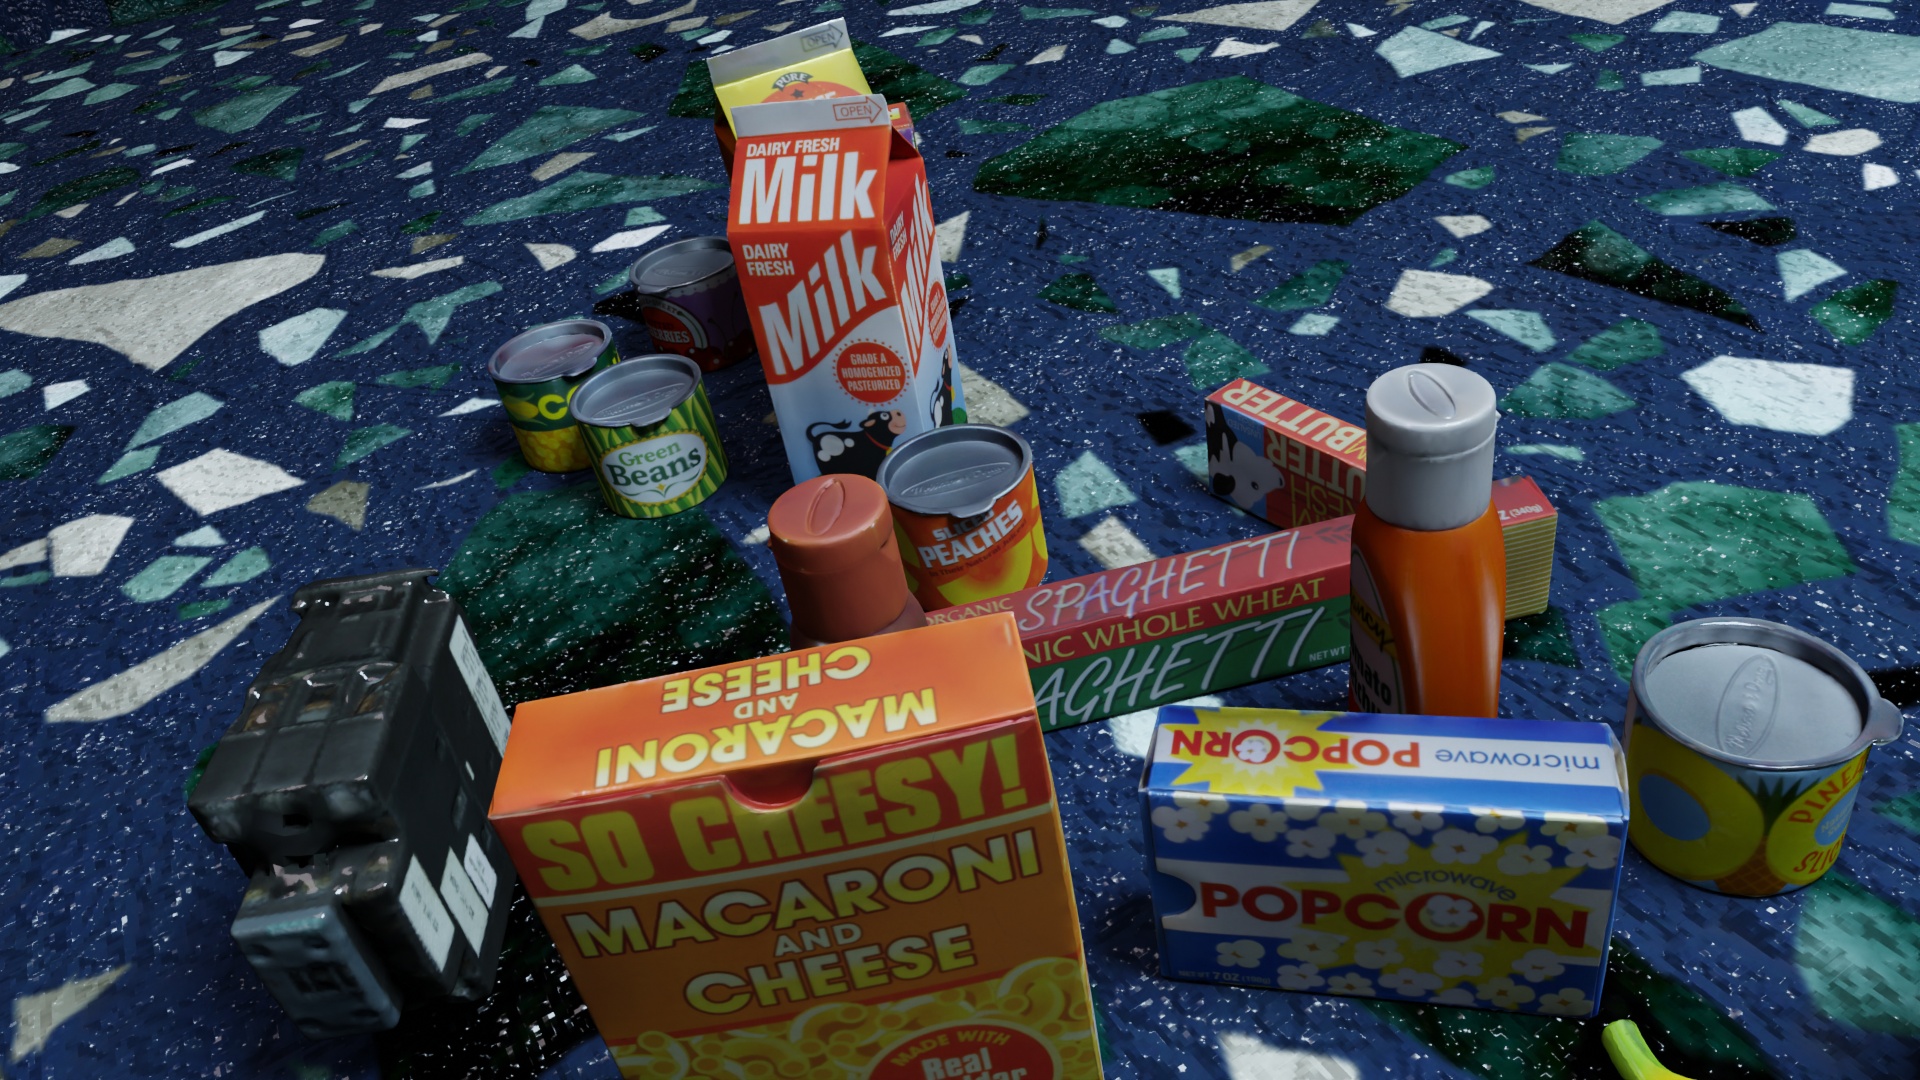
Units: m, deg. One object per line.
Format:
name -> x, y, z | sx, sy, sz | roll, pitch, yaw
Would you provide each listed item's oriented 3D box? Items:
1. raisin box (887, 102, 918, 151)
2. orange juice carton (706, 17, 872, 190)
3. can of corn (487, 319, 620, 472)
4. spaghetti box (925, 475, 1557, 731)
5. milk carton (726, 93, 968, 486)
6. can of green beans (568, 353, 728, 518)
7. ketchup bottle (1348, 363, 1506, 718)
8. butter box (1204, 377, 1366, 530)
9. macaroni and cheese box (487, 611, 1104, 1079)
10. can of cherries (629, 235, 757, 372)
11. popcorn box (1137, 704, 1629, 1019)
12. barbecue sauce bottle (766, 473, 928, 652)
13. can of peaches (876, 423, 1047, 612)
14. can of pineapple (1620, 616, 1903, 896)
raisin box -> -0.059, -0.174, 0.782 | 0.086, 0.122, 0.040 | -11, 36, 1
orange juice carton -> -0.071, -0.161, 0.708 | 0.072, 0.191, 0.073 | -20, 37, -12
can of corn -> -0.210, -0.077, 0.746 | 0.071, 0.058, 0.071 | -7, 36, 6
spaghetti box -> 0.100, 0.029, 0.525 | 0.250, 0.050, 0.029 | -13, 36, -3
milk carton -> -0.050, -0.108, 0.632 | 0.072, 0.189, 0.074 | 0, 37, 15
can of green beans -> -0.155, -0.052, 0.698 | 0.071, 0.057, 0.071 | -7, 36, 6
ketchup bottle -> 0.149, 0.015, 0.446 | 0.043, 0.148, 0.065 | -12, 36, -1
butter box -> 0.149, -0.027, 0.585 | 0.024, 0.052, 0.104 | -31, 40, -25
macaroni and cheese box -> -0.031, 0.104, 0.360 | 0.124, 0.165, 0.040 | -11, 36, 1
can of cherries -> -0.155, -0.137, 0.813 | 0.071, 0.058, 0.072 | -7, 36, 6
popcorn box -> 0.120, 0.093, 0.403 | 0.127, 0.084, 0.038 | 1, 37, 16
barbecue sauce bottle -> -0.028, 0.049, 0.449 | 0.043, 0.147, 0.065 | -3, 36, 11
can of peaches -> 0.002, -0.007, 0.594 | 0.071, 0.057, 0.071 | -7, 36, 6
can of pineapple -> 0.241, 0.067, 0.428 | 0.071, 0.057, 0.071 | -7, 36, 6
